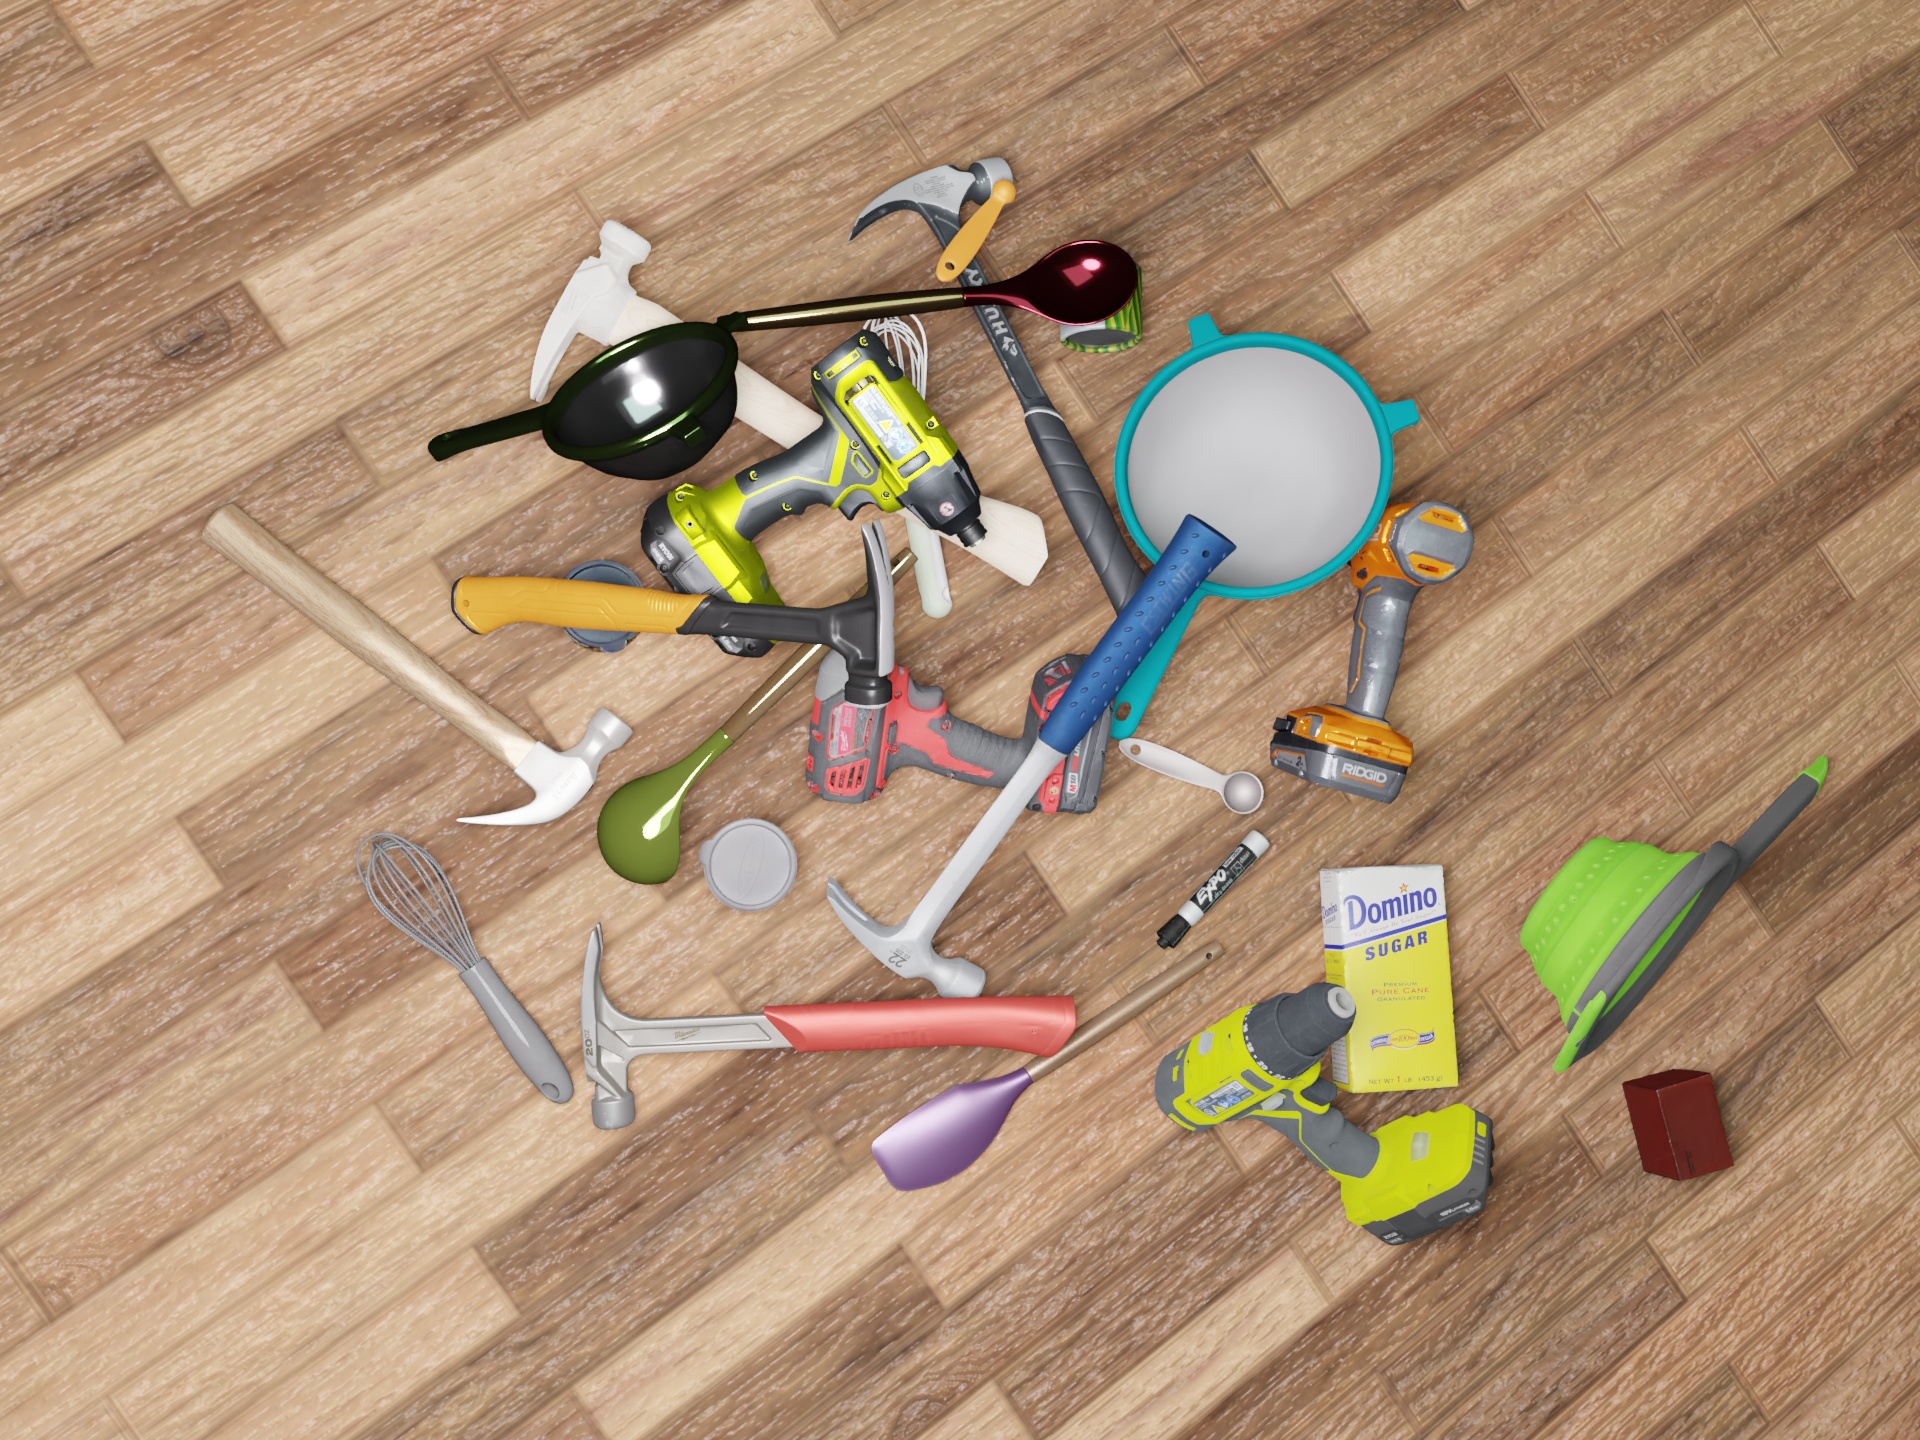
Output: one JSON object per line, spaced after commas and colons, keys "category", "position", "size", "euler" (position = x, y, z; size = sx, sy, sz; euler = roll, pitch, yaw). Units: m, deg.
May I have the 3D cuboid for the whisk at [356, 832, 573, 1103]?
{"category": "whisk", "position": [-0.354, 0.180, 1.146], "size": [0.055, 0.055, 0.239], "euler": [-35, 96, -12]}

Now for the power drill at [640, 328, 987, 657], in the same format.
{"category": "power drill", "position": [-0.104, -0.151, 1.159], "size": [0.223, 0.080, 0.171], "euler": [-34, 104, 13]}

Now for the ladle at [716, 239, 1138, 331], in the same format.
{"category": "ladle", "position": [-0.023, -0.312, 1.184], "size": [0.315, 0.031, 0.069], "euler": [-8, 77, -8]}

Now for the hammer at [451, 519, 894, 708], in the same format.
{"category": "hammer", "position": [-0.208, -0.084, 1.121], "size": [0.337, 0.034, 0.127], "euler": [5, 106, 16]}

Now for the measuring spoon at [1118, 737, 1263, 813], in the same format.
{"category": "measuring spoon", "position": [0.184, 0.042, 1.278], "size": [0.124, 0.018, 0.034], "euler": [22, 81, -1]}

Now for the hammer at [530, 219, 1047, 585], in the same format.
{"category": "hammer", "position": [-0.122, -0.210, 1.204], "size": [0.410, 0.038, 0.146], "euler": [30, 95, -3]}

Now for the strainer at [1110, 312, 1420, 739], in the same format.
{"category": "strainer", "position": [0.202, -0.134, 1.257], "size": [0.211, 0.095, 0.340], "euler": [27, 90, 15]}

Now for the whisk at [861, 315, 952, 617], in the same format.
{"category": "whisk", "position": [-0.038, -0.202, 1.244], "size": [0.059, 0.058, 0.246], "euler": [-10, 91, 23]}

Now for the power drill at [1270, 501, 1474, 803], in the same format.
{"category": "power drill", "position": [0.317, -0.060, 1.252], "size": [0.084, 0.164, 0.226], "euler": [15, 94, -9]}

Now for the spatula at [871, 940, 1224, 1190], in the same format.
{"category": "spatula", "position": [0.075, 0.262, 1.231], "size": [0.316, 0.018, 0.060], "euler": [-32, 92, -11]}

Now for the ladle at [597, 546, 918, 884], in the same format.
{"category": "ladle", "position": [-0.144, -0.005, 1.153], "size": [0.320, 0.062, 0.078], "euler": [-44, 62, 3]}

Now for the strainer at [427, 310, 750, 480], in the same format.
{"category": "strainer", "position": [-0.264, -0.205, 1.150], "size": [0.256, 0.069, 0.152], "euler": [-10, 44, 20]}

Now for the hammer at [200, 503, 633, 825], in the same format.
{"category": "hammer", "position": [-0.411, -0.041, 1.163], "size": [0.331, 0.031, 0.130], "euler": [38, 79, -5]}

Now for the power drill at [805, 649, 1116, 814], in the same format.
{"category": "power drill", "position": [-0.002, -0.004, 1.195], "size": [0.219, 0.079, 0.143], "euler": [5, 109, -8]}

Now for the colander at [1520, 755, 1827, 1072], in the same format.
{"category": "colander", "position": [0.574, 0.120, 1.301], "size": [0.397, 0.204, 0.095], "euler": [-34, 56, -27]}

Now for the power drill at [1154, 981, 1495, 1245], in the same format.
{"category": "power drill", "position": [0.284, 0.288, 1.189], "size": [0.228, 0.190, 0.080], "euler": [34, 45, -11]}

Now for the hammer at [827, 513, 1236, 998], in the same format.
{"category": "hammer", "position": [0.056, 0.024, 1.151], "size": [0.144, 0.035, 0.405], "euler": [32, 106, -14]}

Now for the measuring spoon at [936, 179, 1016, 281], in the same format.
{"category": "measuring spoon", "position": [0.013, -0.380, 1.228], "size": [0.021, 0.011, 0.117], "euler": [34, 64, -6]}

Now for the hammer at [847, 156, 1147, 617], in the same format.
{"category": "hammer", "position": [0.051, -0.248, 1.221], "size": [0.149, 0.036, 0.409], "euler": [-21, 79, -26]}

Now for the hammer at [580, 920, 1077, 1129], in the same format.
{"category": "hammer", "position": [-0.094, 0.216, 1.168], "size": [0.359, 0.037, 0.149], "euler": [-2, 96, -6]}
